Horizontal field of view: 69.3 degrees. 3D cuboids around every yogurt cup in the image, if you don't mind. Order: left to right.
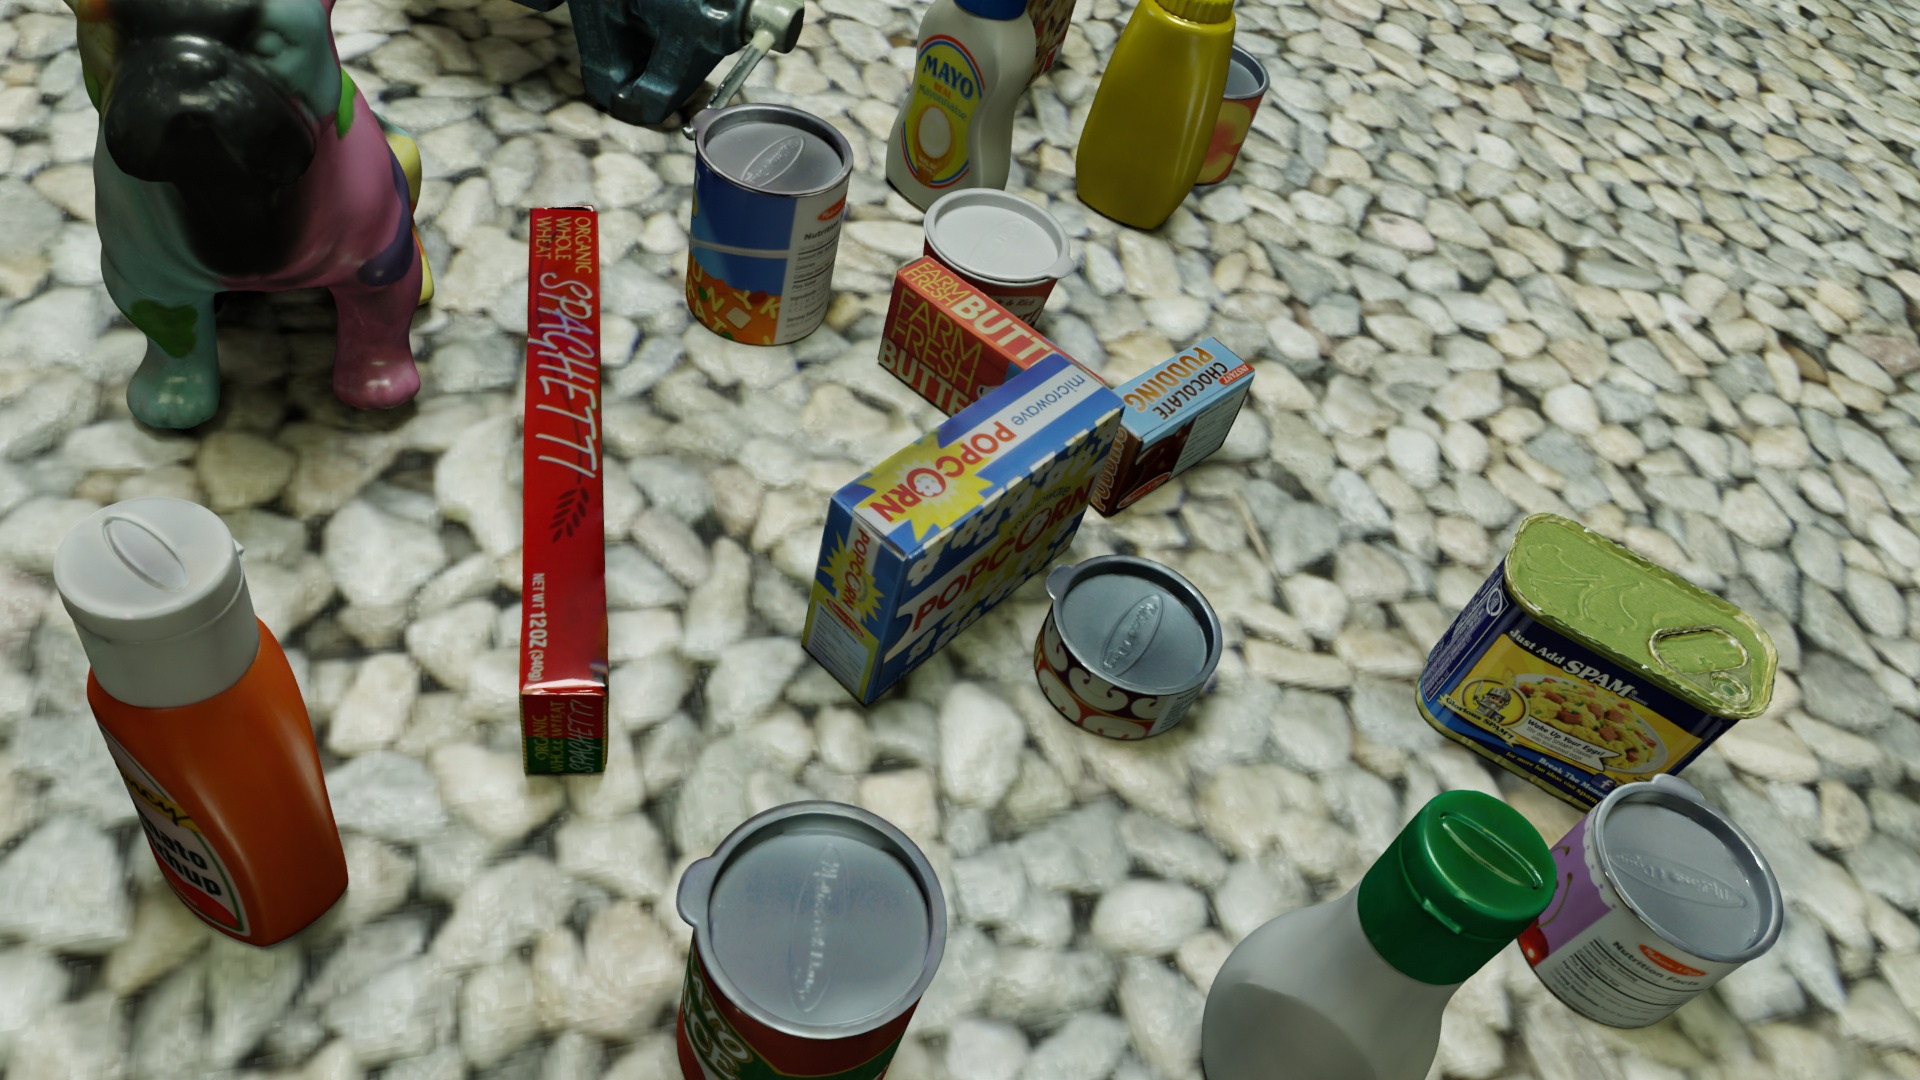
[{"bbox_3d":[0.012,-0.122,0.645,0.072,0.053,0.073,8,48,-9],"label":"yogurt cup"}]

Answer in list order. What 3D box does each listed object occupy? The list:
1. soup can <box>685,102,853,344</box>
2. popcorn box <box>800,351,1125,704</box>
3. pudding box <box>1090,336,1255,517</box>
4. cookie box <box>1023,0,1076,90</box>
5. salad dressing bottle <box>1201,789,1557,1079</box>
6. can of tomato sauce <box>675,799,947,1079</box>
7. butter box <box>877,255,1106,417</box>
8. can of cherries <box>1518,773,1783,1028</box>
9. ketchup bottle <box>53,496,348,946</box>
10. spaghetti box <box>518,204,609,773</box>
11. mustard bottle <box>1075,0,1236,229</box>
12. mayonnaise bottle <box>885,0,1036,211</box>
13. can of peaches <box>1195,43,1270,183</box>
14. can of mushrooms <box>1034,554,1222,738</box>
[{"bbox_3d":[-0.088,-0.139,0.611,0.071,0.083,0.072,8,48,-9],"label":"soup can"},{"bbox_3d":[0.002,-0.006,0.518,0.038,0.084,0.127,39,51,19],"label":"popcorn box"},{"bbox_3d":[0.088,-0.051,0.606,0.084,0.049,0.030,-31,63,-35],"label":"pudding box"},{"bbox_3d":[0.036,-0.319,0.750,0.040,0.166,0.123,28,48,9],"label":"cookie box"},{"bbox_3d":[0.114,0.124,0.392,0.064,0.146,0.044,38,50,18],"label":"salad dressing bottle"},{"bbox_3d":[-0.046,0.123,0.391,0.071,0.082,0.071,8,48,-9],"label":"can of tomato sauce"},{"bbox_3d":[0.011,-0.074,0.603,0.103,0.052,0.024,38,50,18],"label":"butter box"},{"bbox_3d":[0.238,0.126,0.486,0.071,0.058,0.072,8,48,-9],"label":"can of cherries"},{"bbox_3d":[-0.199,0.050,0.368,0.065,0.148,0.044,36,50,16],"label":"ketchup bottle"},{"bbox_3d":[-0.149,-0.032,0.521,0.029,0.049,0.251,0,50,-16],"label":"spaghetti box"},{"bbox_3d":[0.106,-0.236,0.700,0.065,0.159,0.049,29,48,10],"label":"mustard bottle"},{"bbox_3d":[0.004,-0.228,0.673,0.065,0.147,0.041,38,50,17],"label":"mayonnaise bottle"},{"bbox_3d":[0.131,-0.244,0.785,0.071,0.057,0.071,8,48,-9],"label":"can of peaches"},{"bbox_3d":[0.061,0.039,0.530,0.071,0.033,0.071,8,48,-9],"label":"can of mushrooms"}]
